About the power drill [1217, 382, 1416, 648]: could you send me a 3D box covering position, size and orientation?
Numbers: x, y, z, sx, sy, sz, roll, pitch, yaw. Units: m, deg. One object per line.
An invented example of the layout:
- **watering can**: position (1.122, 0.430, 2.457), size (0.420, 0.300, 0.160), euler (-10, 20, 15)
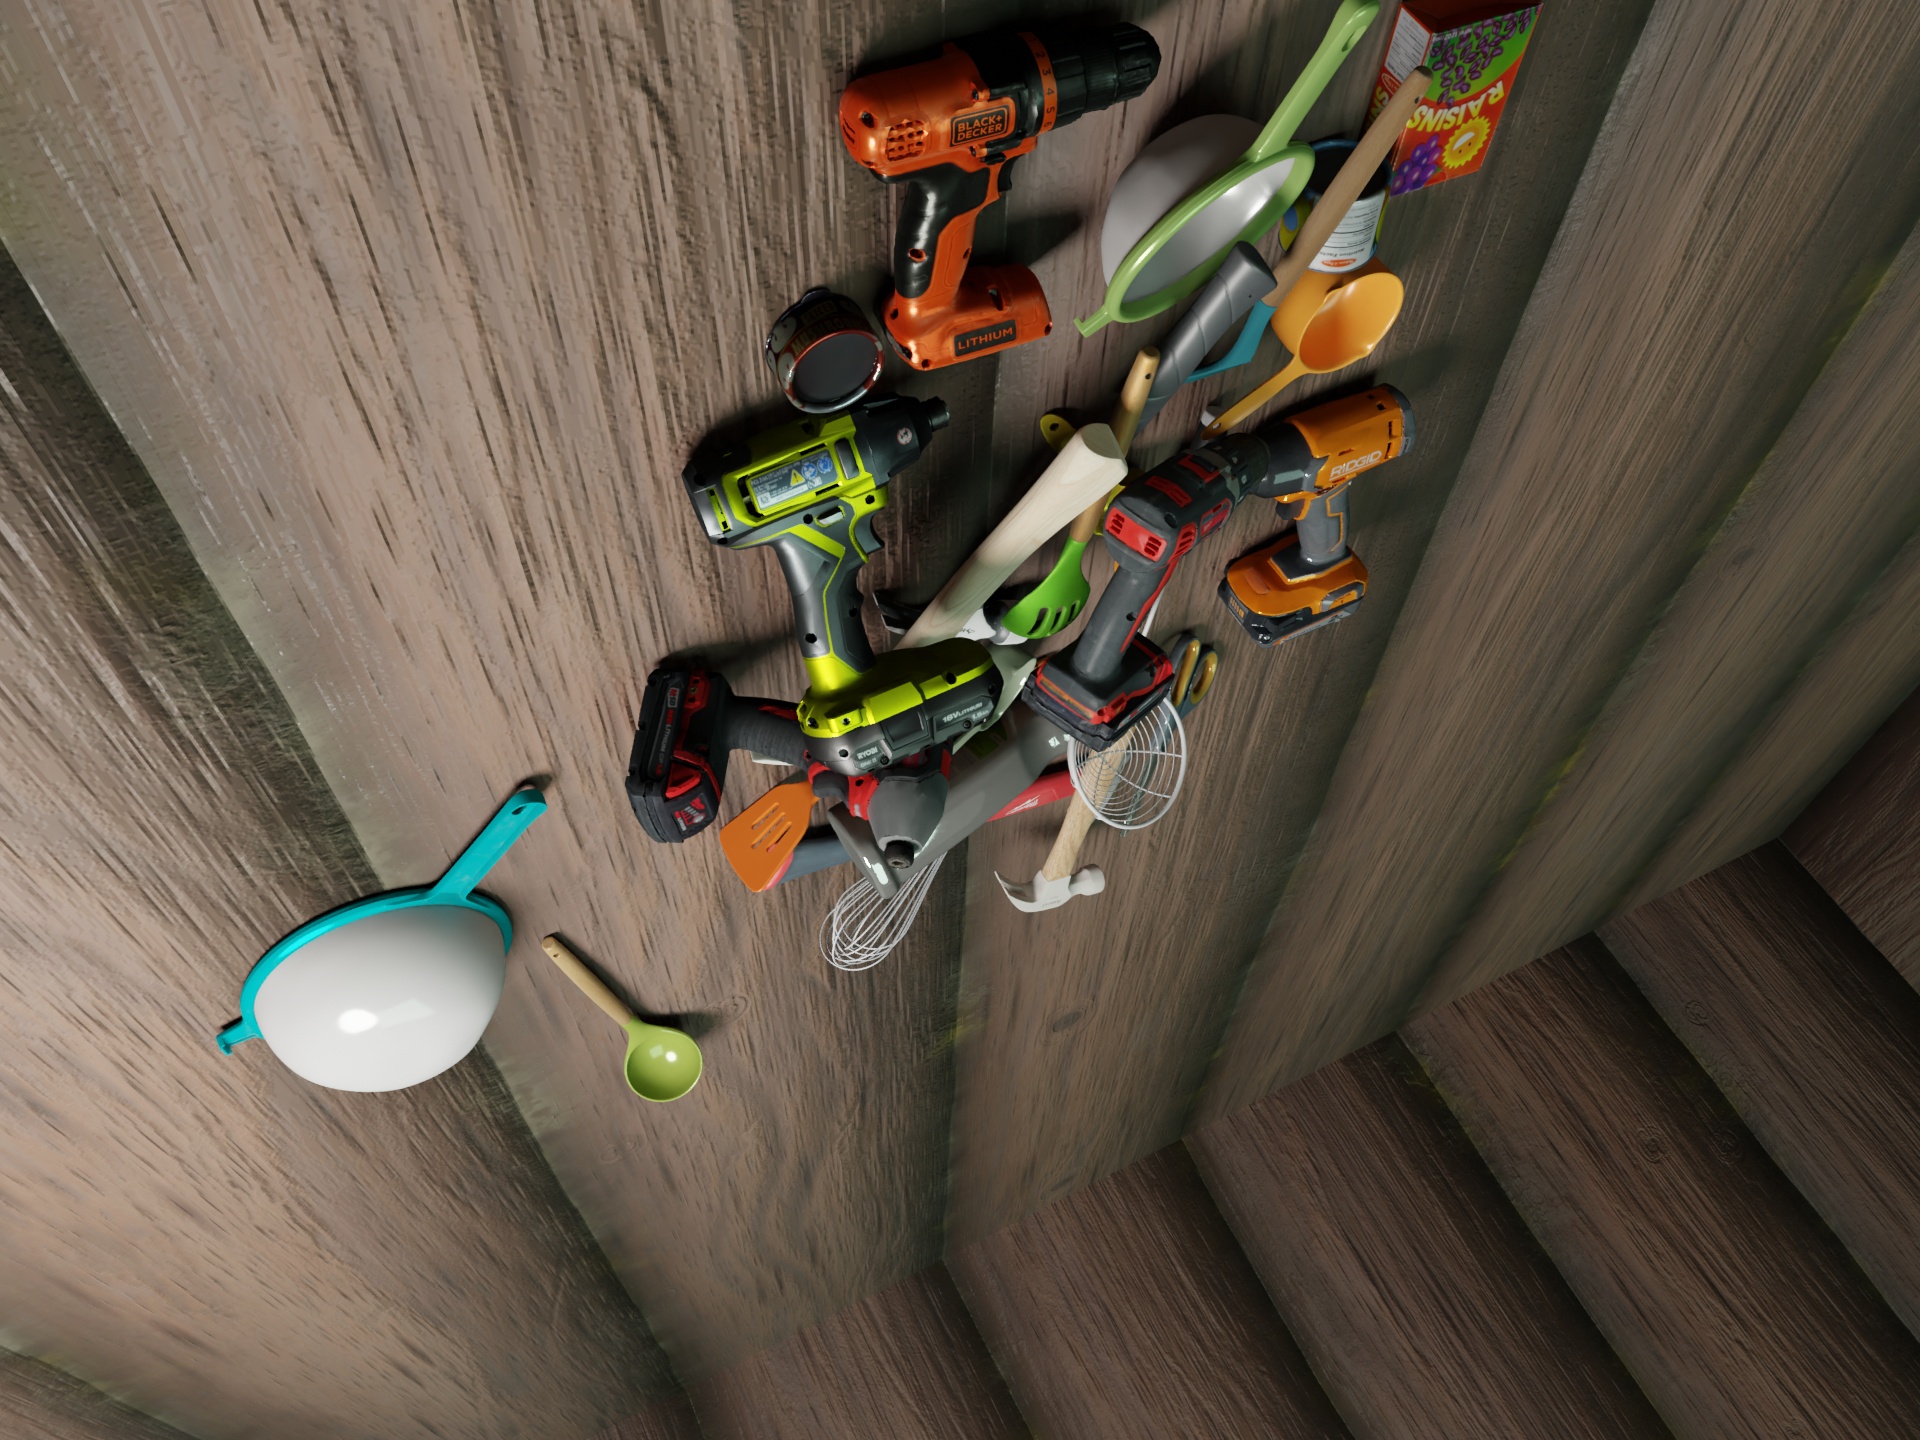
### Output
- **power drill**: position (0.280, -0.166, 1.328), size (0.164, 0.084, 0.226), euler (-21, 145, -16)

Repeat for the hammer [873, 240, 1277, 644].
- **hammer**: position (0.082, -0.177, 1.113), size (0.149, 0.036, 0.408), euler (-3, 149, -37)

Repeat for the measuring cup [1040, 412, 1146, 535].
- **measuring cup**: position (0.099, -0.190, 1.184), size (0.062, 0.029, 0.156), euler (-31, 140, 18)

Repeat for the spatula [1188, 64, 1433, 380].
- **spatula**: position (0.204, -0.297, 1.022), size (0.082, 0.044, 0.317), euler (-18, 160, -29)

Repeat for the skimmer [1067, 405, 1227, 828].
- **skimmer**: position (0.172, -0.074, 1.290), size (0.127, 0.090, 0.363), euler (-12, 134, -32)

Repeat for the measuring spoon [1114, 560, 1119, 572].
- **measuring spoon**: position (0.140, -0.151, 1.287), size (0.021, 0.011, 0.116), euler (-21, 149, -17)

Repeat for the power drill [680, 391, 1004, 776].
- **power drill**: position (-0.061, -0.092, 1.029), size (0.171, 0.080, 0.223), euler (-23, 113, -10)

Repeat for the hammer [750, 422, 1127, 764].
- **hammer**: position (-0.017, -0.076, 1.146), size (0.146, 0.038, 0.410), euler (-1, 151, -33)

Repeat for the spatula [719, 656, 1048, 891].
- **spatula**: position (-0.057, 0.033, 1.353), size (0.322, 0.081, 0.041), euler (-29, 138, -13)

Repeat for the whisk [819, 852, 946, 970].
- **whisk**: position (-0.023, 0.109, 1.421), size (0.285, 0.070, 0.070), euler (-49, 156, -18)

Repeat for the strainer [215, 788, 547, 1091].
- **strainer**: position (-0.404, 0.190, 1.224), size (0.340, 0.095, 0.210), euler (-45, 148, 26)

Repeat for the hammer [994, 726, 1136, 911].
- **hammer**: position (0.119, 0.076, 1.514), size (0.130, 0.031, 0.331), euler (-14, 143, -28)

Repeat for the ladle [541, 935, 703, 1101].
- **ladle**: position (-0.319, 0.279, 1.484), size (0.078, 0.062, 0.319), euler (-28, 148, -6)

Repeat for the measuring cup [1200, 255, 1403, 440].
- **measuring cup**: position (0.232, -0.273, 1.145), size (0.173, 0.052, 0.095), euler (-38, 150, 16)

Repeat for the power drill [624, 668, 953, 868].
- **power drill**: position (-0.116, 0.034, 1.127), size (0.219, 0.143, 0.078), euler (2, 150, 5)

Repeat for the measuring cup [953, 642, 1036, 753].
- **measuring cup**: position (-0.002, -0.004, 1.296), size (0.167, 0.038, 0.083), euler (-45, 167, -28)

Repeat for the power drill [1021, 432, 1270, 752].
- **power drill**: position (0.145, -0.105, 1.177), size (0.188, 0.080, 0.226), euler (-37, 156, -46)

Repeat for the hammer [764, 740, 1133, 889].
- **hammer**: position (-0.018, 0.102, 1.506), size (0.386, 0.038, 0.143), euler (-14, 149, -27)

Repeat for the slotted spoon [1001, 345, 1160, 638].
- **slotted spoon**: position (0.088, -0.145, 1.111), size (0.070, 0.031, 0.313), euler (-15, 153, -21)

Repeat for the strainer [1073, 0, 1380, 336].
- **strainer**: position (0.150, -0.333, 0.911), size (0.151, 0.069, 0.256), euler (-32, 171, -28)
